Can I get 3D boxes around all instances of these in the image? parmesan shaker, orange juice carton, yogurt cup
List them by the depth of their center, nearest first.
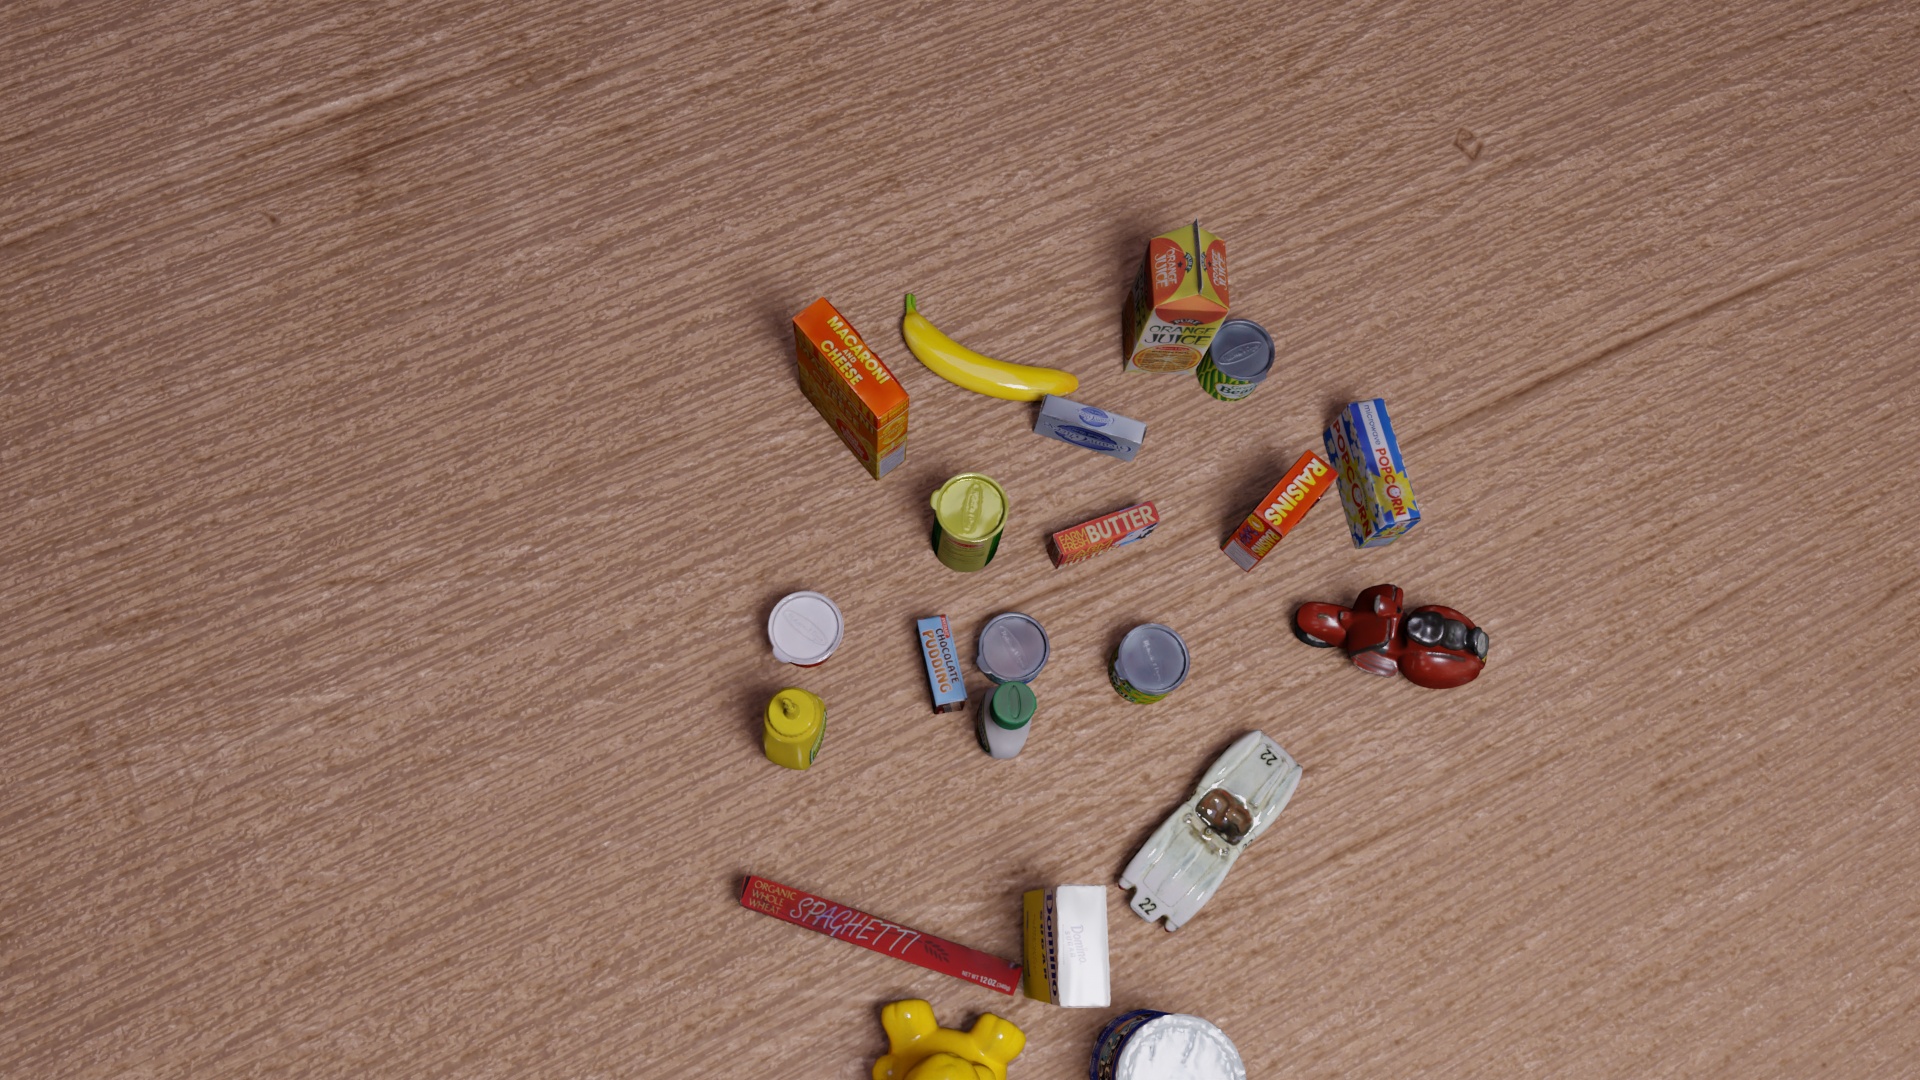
[{"bbox_3d":[-0.141,0.085,1.271,0.072,0.053,0.072,1,73,-4],"label":"yogurt cup"},{"bbox_3d":[0.005,-0.016,1.288,0.071,0.102,0.071,1,73,-4],"label":"parmesan shaker"},{"bbox_3d":[0.206,-0.229,1.323,0.073,0.192,0.072,1,73,-4],"label":"orange juice carton"}]

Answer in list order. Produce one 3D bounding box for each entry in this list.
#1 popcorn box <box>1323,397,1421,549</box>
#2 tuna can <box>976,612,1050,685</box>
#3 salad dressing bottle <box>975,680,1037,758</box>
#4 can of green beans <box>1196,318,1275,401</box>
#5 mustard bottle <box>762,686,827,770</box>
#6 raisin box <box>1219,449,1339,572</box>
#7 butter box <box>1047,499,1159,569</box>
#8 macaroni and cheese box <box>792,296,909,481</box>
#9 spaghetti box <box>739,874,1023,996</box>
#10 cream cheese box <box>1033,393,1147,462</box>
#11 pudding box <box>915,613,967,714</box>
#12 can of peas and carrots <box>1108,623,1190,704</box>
[{"bbox_3d":[0.395,-0.064,1.342,0.038,0.085,0.127,-10,74,-7],"label":"popcorn box"},{"bbox_3d":[0.046,0.103,1.290,0.071,0.032,0.071,1,73,-4],"label":"tuna can"},{"bbox_3d":[0.040,0.153,1.214,0.044,0.147,0.064,-2,73,-5],"label":"salad dressing bottle"},{"bbox_3d":[0.273,-0.178,1.383,0.071,0.057,0.071,1,73,-4],"label":"can of green beans"},{"bbox_3d":[-0.143,0.157,1.193,0.049,0.159,0.065,16,73,1],"label":"mustard bottle"},{"bbox_3d":[0.297,-0.025,1.302,0.040,0.123,0.086,42,75,9],"label":"raisin box"},{"bbox_3d":[0.135,-0.005,1.321,0.104,0.053,0.024,-19,75,-10],"label":"butter box"},{"bbox_3d":[-0.100,-0.137,1.285,0.040,0.166,0.124,-38,79,-14],"label":"macaroni and cheese box"},{"bbox_3d":[-0.070,0.340,1.198,0.250,0.050,0.029,18,73,1],"label":"spaghetti box"},{"bbox_3d":[0.126,-0.109,1.352,0.104,0.053,0.024,17,73,1],"label":"cream cheese box"},{"bbox_3d":[-0.018,0.114,1.274,0.030,0.049,0.084,-11,74,-7],"label":"pudding box"},{"bbox_3d":[0.171,0.116,1.282,0.071,0.058,0.071,1,73,-4],"label":"can of peas and carrots"}]
